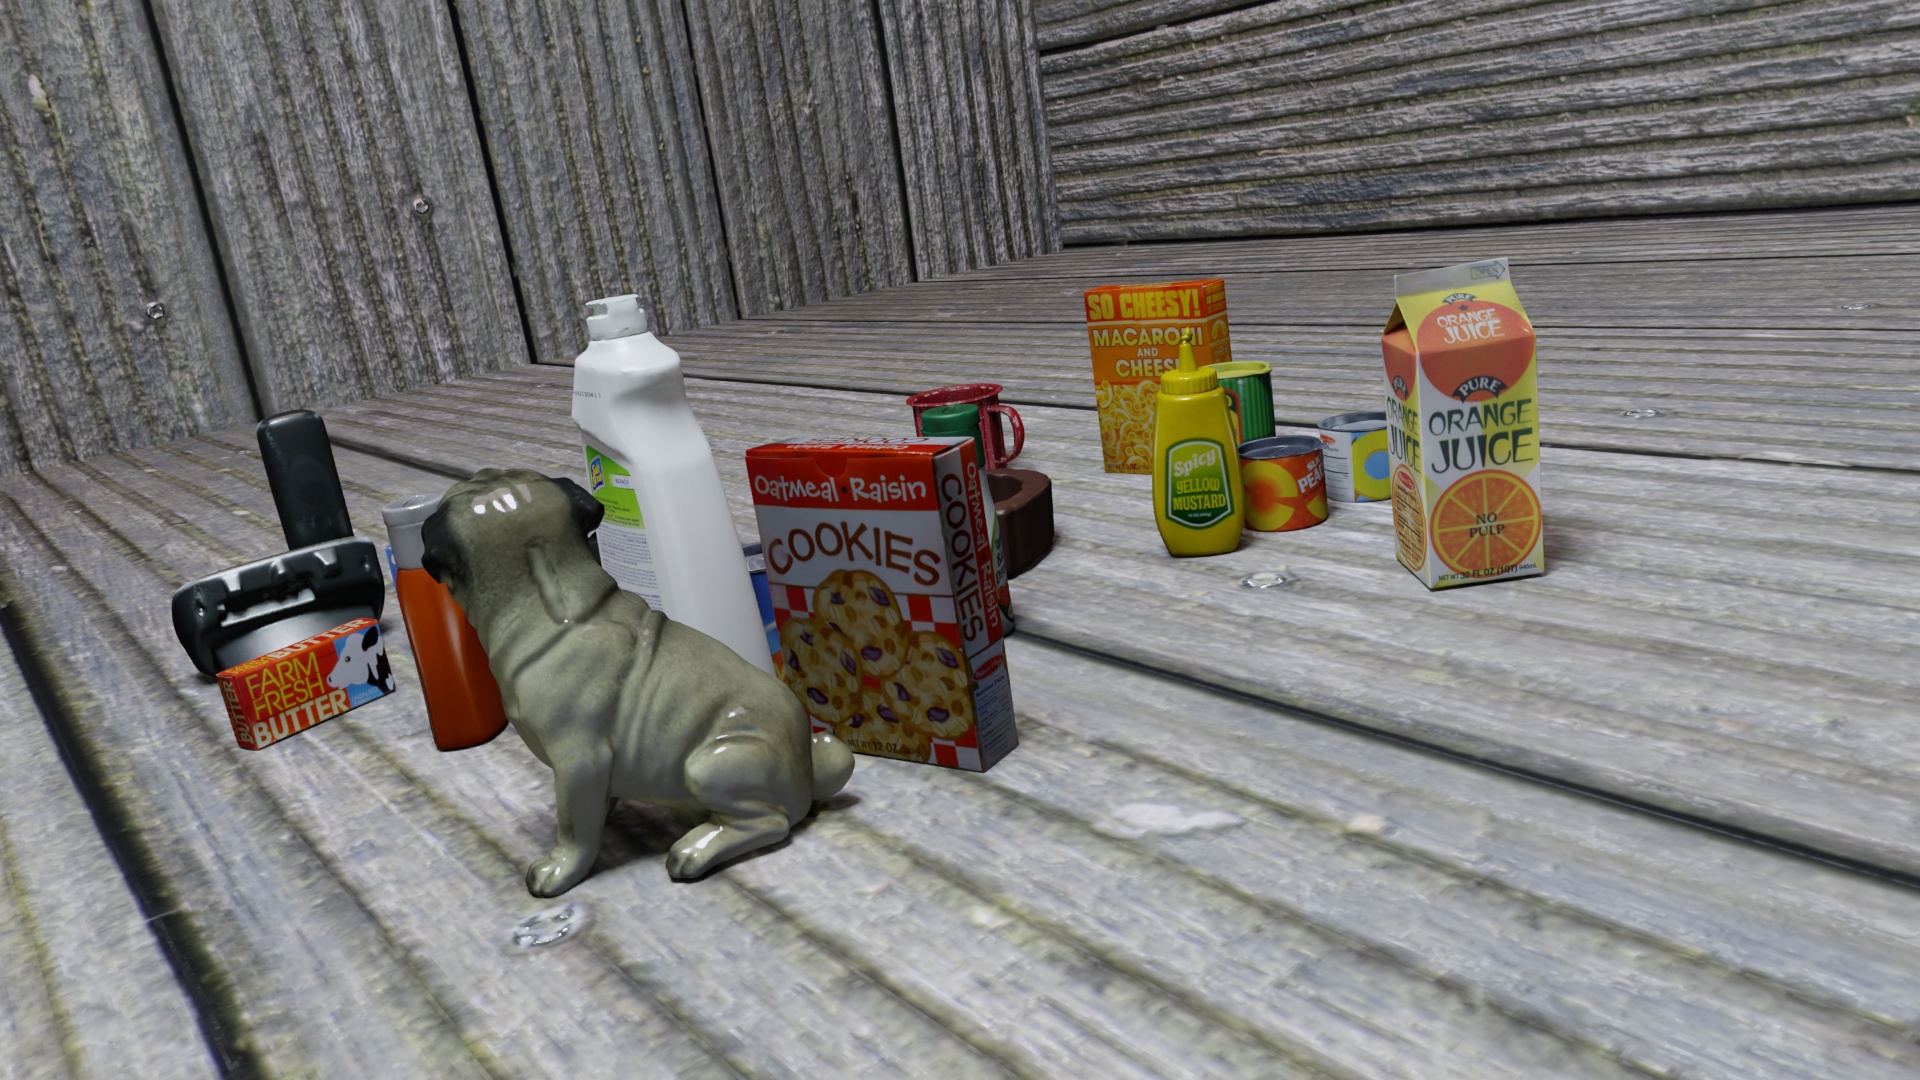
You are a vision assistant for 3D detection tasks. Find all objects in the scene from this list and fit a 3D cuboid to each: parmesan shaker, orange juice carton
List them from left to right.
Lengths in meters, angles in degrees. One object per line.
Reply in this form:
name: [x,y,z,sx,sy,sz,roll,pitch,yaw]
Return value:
parmesan shaker: [0.222,-0.087,1.118,0.071,0.102,0.071,-8,15,2]
orange juice carton: [0.308,-0.074,0.858,0.072,0.192,0.073,-8,15,1]

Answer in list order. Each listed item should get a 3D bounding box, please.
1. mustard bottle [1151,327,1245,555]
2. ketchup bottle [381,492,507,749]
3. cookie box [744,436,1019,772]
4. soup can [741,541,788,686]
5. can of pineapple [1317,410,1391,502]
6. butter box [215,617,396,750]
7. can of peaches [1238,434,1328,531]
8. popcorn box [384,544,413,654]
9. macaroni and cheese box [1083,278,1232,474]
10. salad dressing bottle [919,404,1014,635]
mustard bottle: [0.164,-0.070,0.981,0.065,0.159,0.049,-6,15,9]
ketchup bottle: [-0.311,0.047,0.837,0.043,0.148,0.065,-10,15,-7]
cookie box: [-0.041,0.030,0.721,0.123,0.167,0.040,2,18,34]
soup can: [-0.119,0.049,0.851,0.071,0.083,0.071,-8,15,2]
can of pineapple: [0.315,-0.066,1.077,0.071,0.057,0.071,-8,15,2]
butter box: [-0.427,0.093,0.912,0.024,0.053,0.104,3,19,36]
can of peaches: [0.240,-0.043,1.034,0.071,0.058,0.071,-8,15,2]
popcorn box: [-0.347,0.032,1.027,0.127,0.085,0.038,-8,15,1]
macaroni and cheese box: [0.177,-0.142,1.217,0.123,0.166,0.040,4,20,39]
salad dressing bottle: [0.003,-0.011,0.880,0.044,0.147,0.064,-6,15,8]
